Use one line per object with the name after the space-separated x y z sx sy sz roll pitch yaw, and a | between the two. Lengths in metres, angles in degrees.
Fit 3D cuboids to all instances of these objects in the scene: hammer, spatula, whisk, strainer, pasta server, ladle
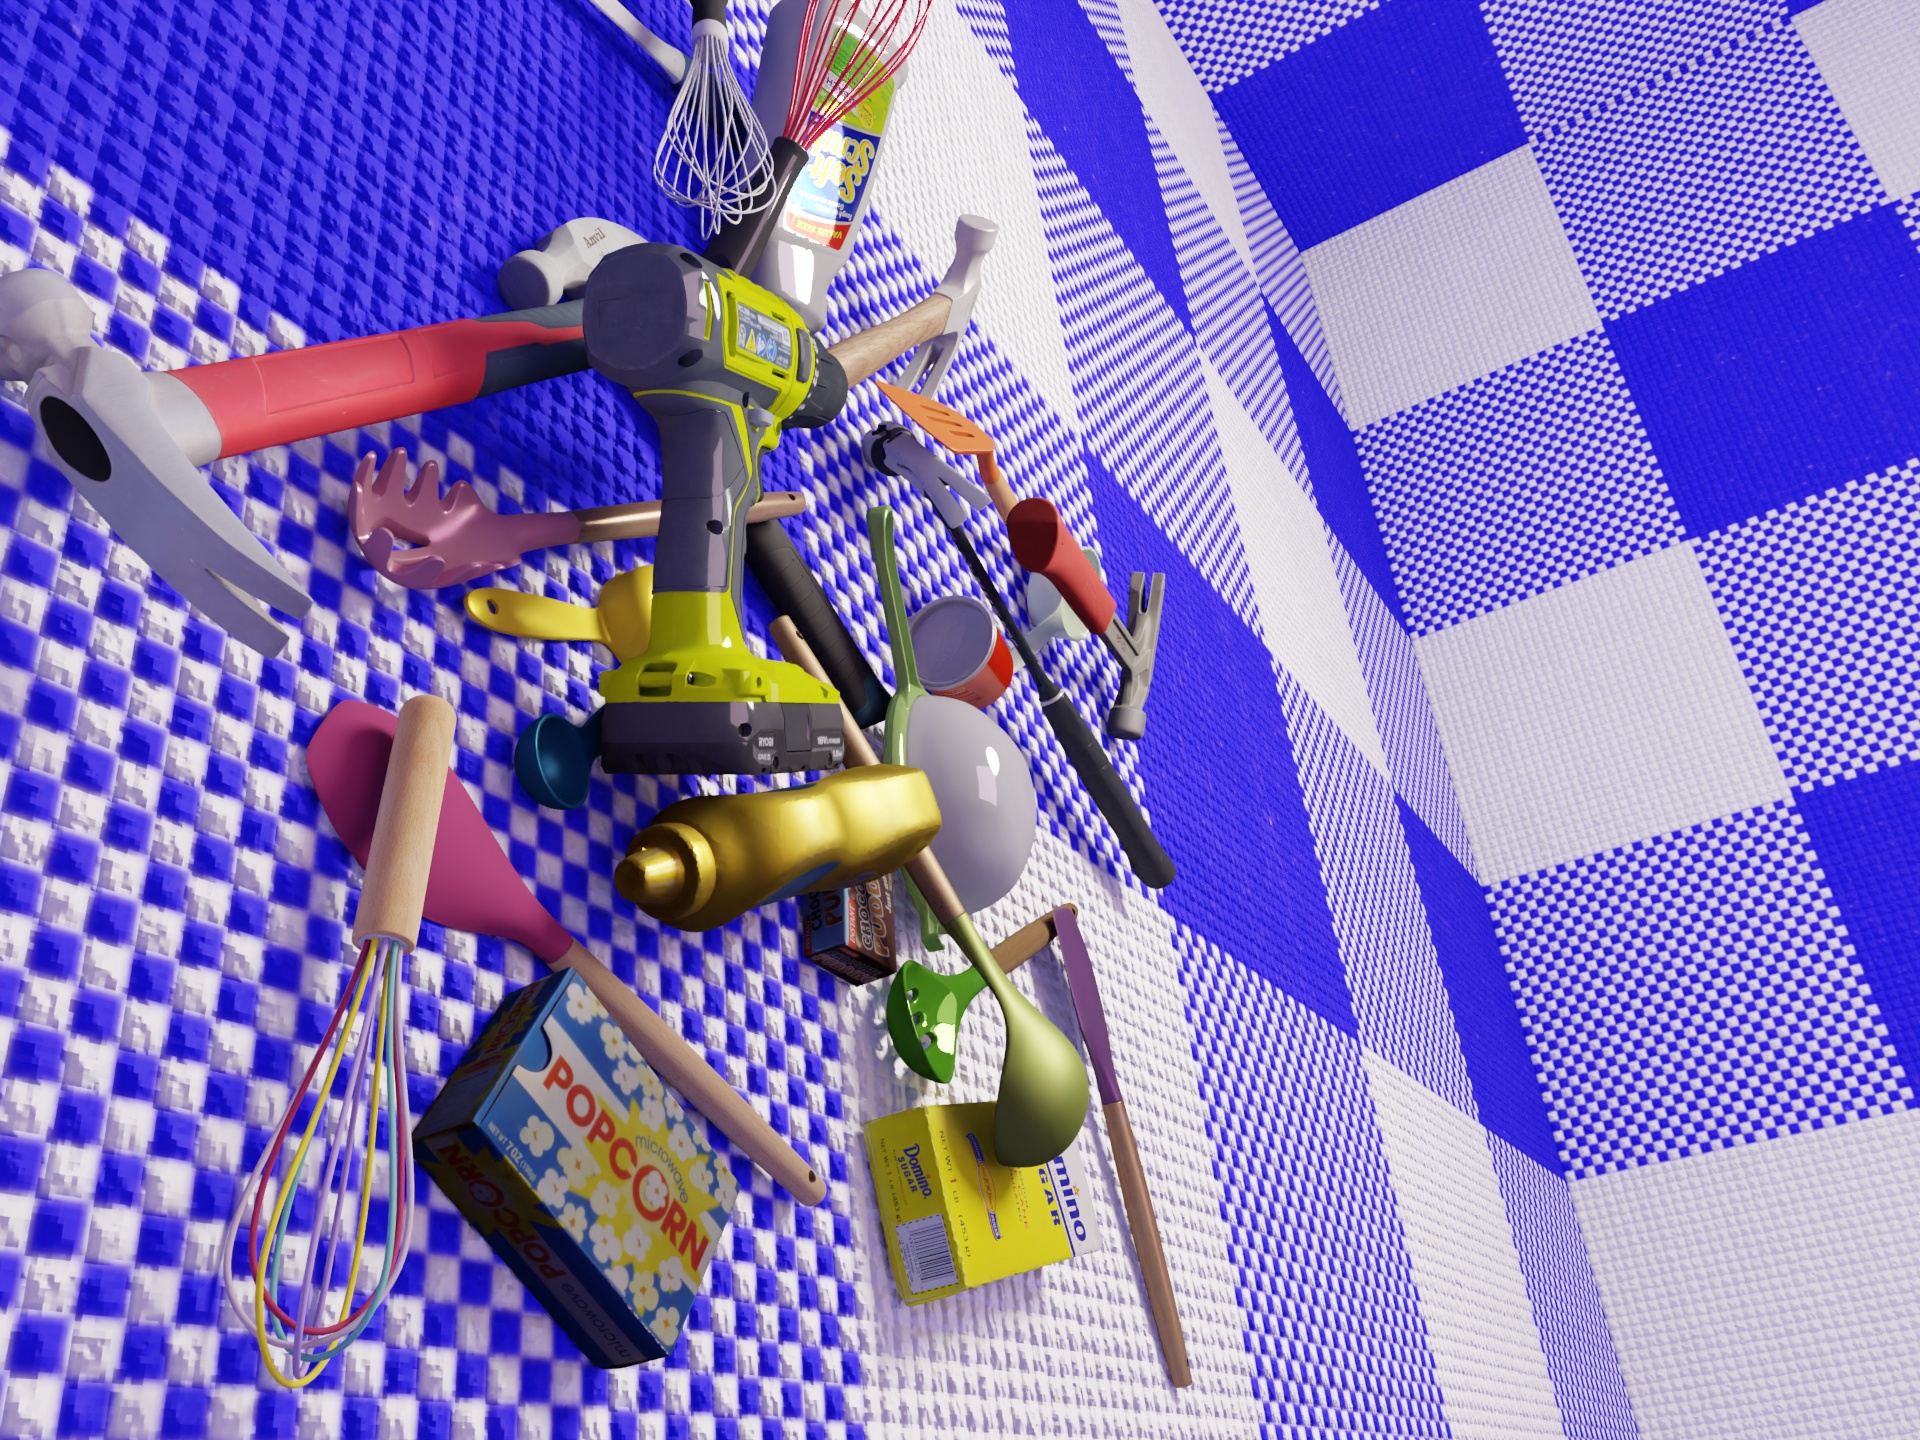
-0.187 -0.424 1.004 0.405 0.035 0.144 27 47 -56 | hammer
0.021 -0.165 1.172 0.081 0.041 0.322 44 -2 23 | spatula
-0.149 -0.386 0.949 0.070 0.070 0.285 42 30 -45 | whisk
-0.199 0.094 0.536 0.047 0.051 0.245 34 43 -41 | whisk
0.102 -0.097 1.202 0.358 0.037 0.149 40 57 -67 | hammer
0.108 0.278 1.054 0.059 0.018 0.316 12 63 -69 | spatula
-0.001 -0.003 0.934 0.151 0.069 0.256 -44 125 -74 | strainer
-0.162 -0.098 0.751 0.060 0.040 0.316 55 30 9 | pasta server
-0.129 -0.127 0.889 0.330 0.033 0.128 59 27 -22 | hammer
-0.094 -0.362 0.964 0.073 0.073 0.296 38 75 -49 | whisk
0.061 -0.029 1.132 0.408 0.036 0.149 57 -6 -29 | hammer
-0.062 -0.244 1.061 0.031 0.130 0.331 26 34 11 | hammer
-0.027 0.089 0.846 0.320 0.062 0.078 59 18 6 | ladle
-0.198 -0.140 0.668 0.143 0.038 0.386 48 29 0 | hammer

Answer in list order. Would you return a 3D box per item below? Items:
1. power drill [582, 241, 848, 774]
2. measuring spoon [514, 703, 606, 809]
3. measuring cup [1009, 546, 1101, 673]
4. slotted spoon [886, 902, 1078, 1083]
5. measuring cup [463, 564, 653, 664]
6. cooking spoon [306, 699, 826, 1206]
-0.103 -0.091 0.747 0.190 0.080 0.228 0 90 -71 | power drill
-0.170 0.008 0.720 0.129 0.021 0.042 -58 131 -72 | measuring spoon
0.059 -0.080 1.242 0.168 0.038 0.083 -45 138 -45 | measuring cup
0.021 0.153 0.982 0.313 0.031 0.070 -17 86 -68 | slotted spoon
-0.169 -0.051 0.742 0.156 0.029 0.062 3 68 -67 | measuring cup
-0.151 0.111 0.665 0.318 0.017 0.069 53 29 -29 | cooking spoon
